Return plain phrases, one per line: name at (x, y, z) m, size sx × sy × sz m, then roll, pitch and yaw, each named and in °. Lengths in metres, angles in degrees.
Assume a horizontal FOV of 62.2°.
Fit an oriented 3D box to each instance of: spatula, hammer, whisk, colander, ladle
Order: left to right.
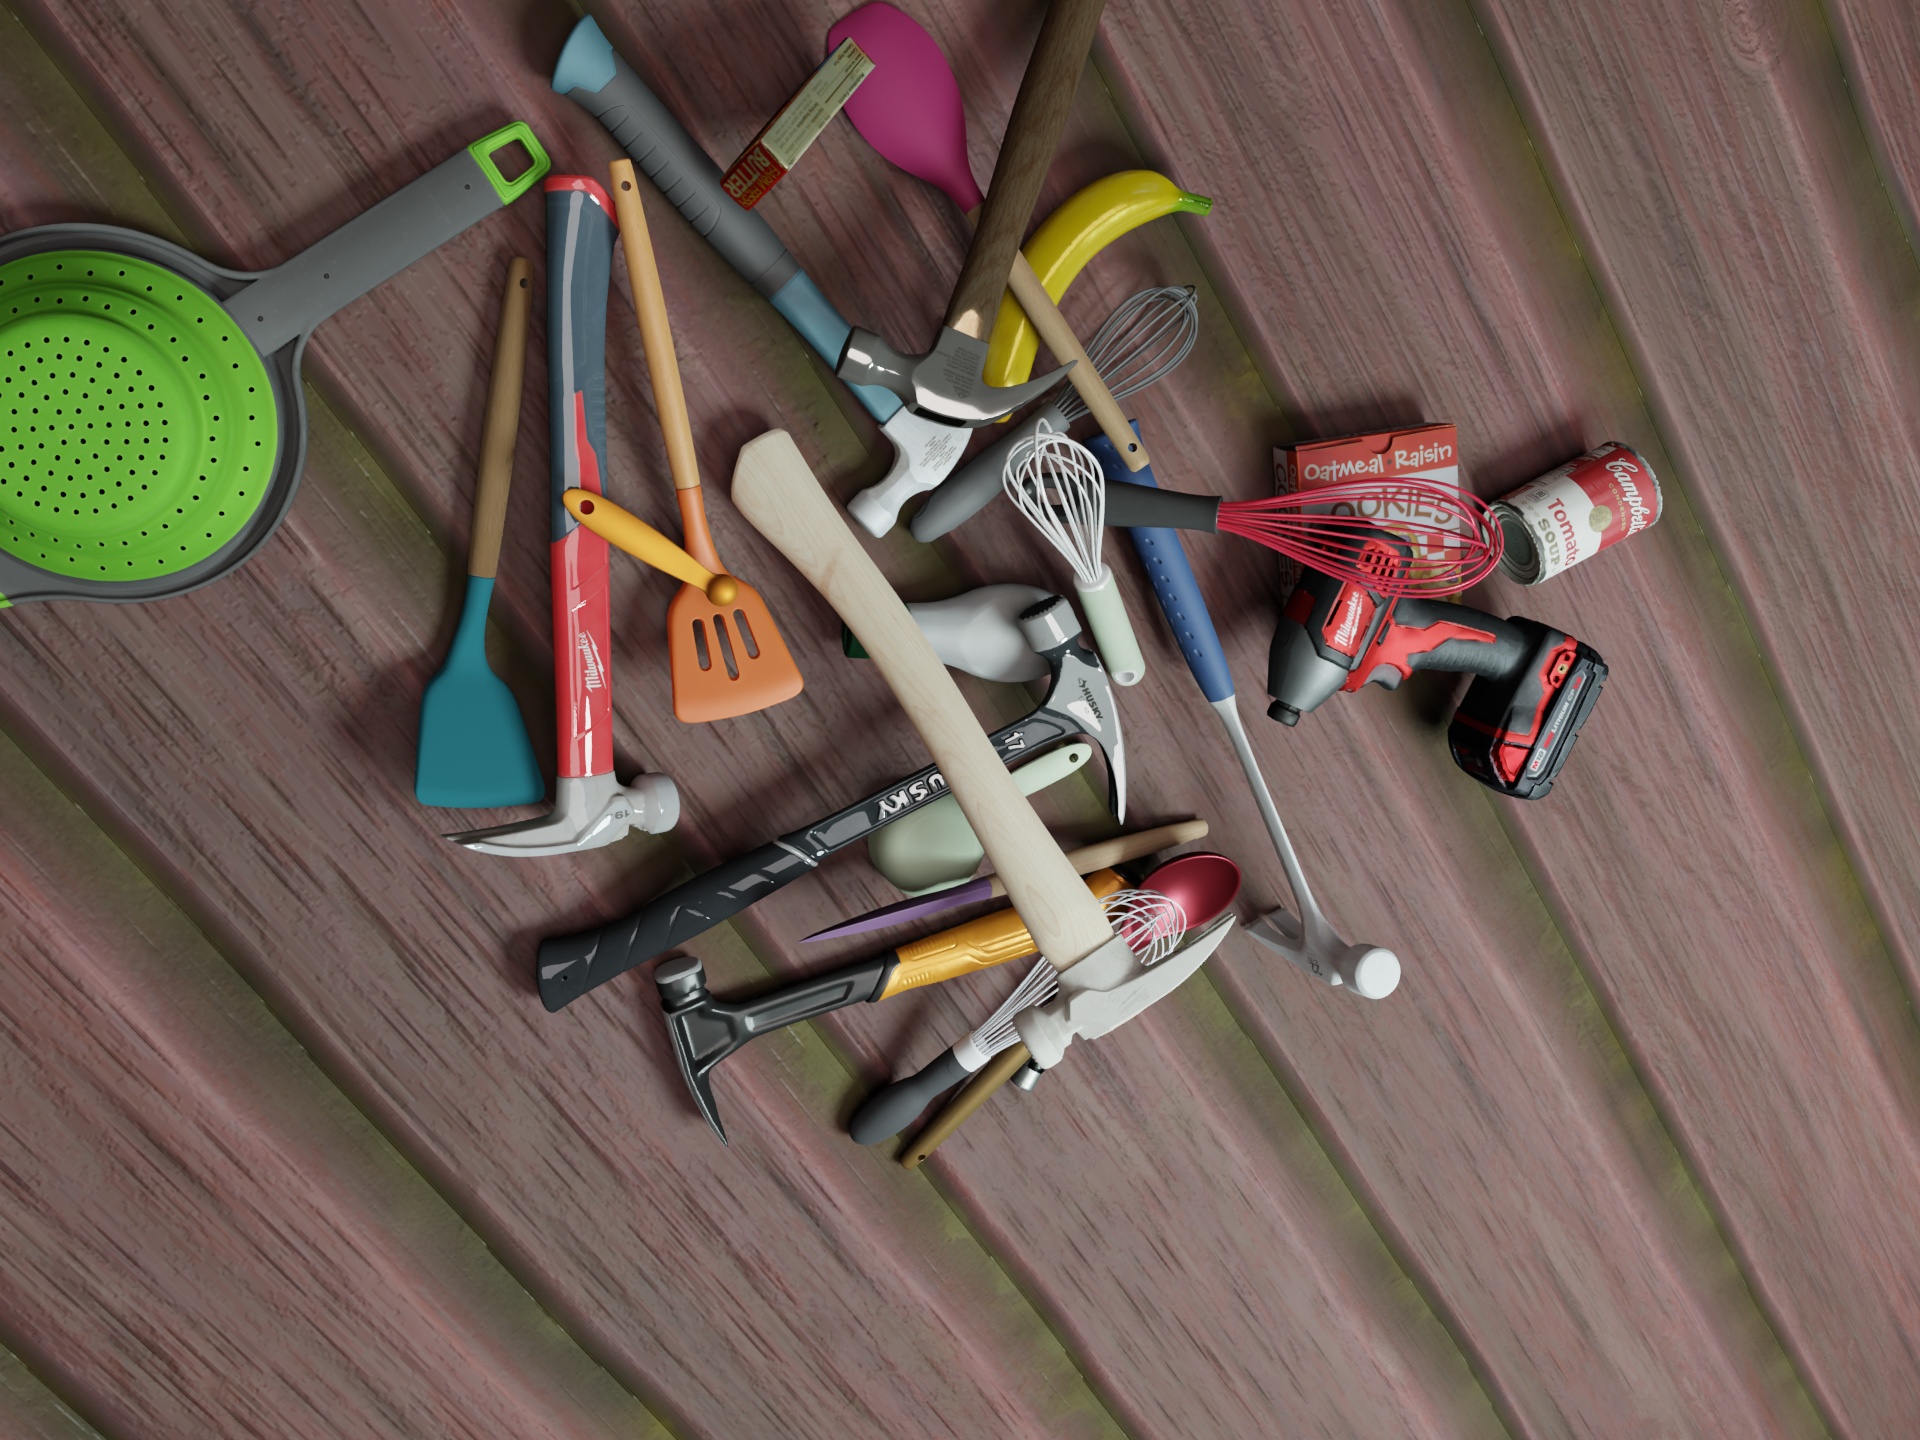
colander at (-0.387, -0.203, 0.839) m, size 0.397 × 0.095 × 0.204 m, roll -36°, pitch 111°, yaw -7°
spatula at (-0.269, -0.108, 0.927) m, size 0.082 × 0.044 × 0.317 m, roll 2°, pitch 102°, yaw -43°
hammer at (-0.234, -0.114, 0.919) m, size 0.143 × 0.038 × 0.386 m, roll -8°, pitch 104°, yaw -41°
spatula at (-0.162, -0.160, 0.930) m, size 0.081 × 0.041 × 0.322 m, roll -14°, pitch 109°, yaw -15°
hammer at (-0.115, -0.268, 0.943) m, size 0.128 × 0.033 × 0.330 m, roll -45°, pitch 111°, yaw -2°
hammer at (-0.083, 0.078, 1.004) m, size 0.409 × 0.036 × 0.149 m, roll -27°, pitch 105°, yaw 0°
hammer at (-0.028, 0.173, 1.074) m, size 0.337 × 0.034 × 0.127 m, roll -17°, pitch 107°, yaw -13°
hammer at (-0.002, -0.003, 0.954) m, size 0.146 × 0.038 × 0.411 m, roll -33°, pitch 87°, yaw 1°
whisk at (0.031, 0.202, 1.056) m, size 0.284 × 0.070 × 0.070 m, roll -39°, pitch 112°, yaw 16°
spatula at (0.037, 0.105, 1.049) m, size 0.316 × 0.060 × 0.018 m, roll -12°, pitch 82°, yaw -29°
hammer at (0.039, -0.328, 0.938) m, size 0.130 × 0.031 × 0.331 m, roll 20°, pitch 82°, yaw -14°
whisk at (0.060, -0.195, 1.012) m, size 0.239 × 0.055 × 0.055 m, roll -41°, pitch 111°, yaw 0°
ladle at (0.069, 0.200, 1.095) m, size 0.315 × 0.031 × 0.069 m, roll -46°, pitch 124°, yaw 8°
whisk at (0.079, -0.095, 0.987) m, size 0.058 × 0.059 × 0.246 m, roll -6°, pitch 146°, yaw 16°
hammer at (0.175, -0.006, 1.065) m, size 0.035 × 0.144 × 0.405 m, roll -27°, pitch 100°, yaw -15°
whisk at (0.177, -0.122, 0.970) m, size 0.296 × 0.073 × 0.073 m, roll 9°, pitch 102°, yaw 15°

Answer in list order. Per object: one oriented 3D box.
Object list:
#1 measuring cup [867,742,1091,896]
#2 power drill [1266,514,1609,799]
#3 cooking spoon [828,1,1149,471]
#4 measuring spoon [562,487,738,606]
measuring cup at (0.019, 0.060, 1.059) m, size 0.167 × 0.038 × 0.083 m, roll -28°, pitch 109°, yaw -7°
power drill at (0.310, -0.033, 1.071) m, size 0.219 × 0.079 × 0.143 m, roll 23°, pitch 97°, yaw -19°
cooking spoon at (0.024, -0.287, 0.958) m, size 0.069 × 0.017 × 0.319 m, roll -34°, pitch 97°, yaw -4°
measuring spoon at (-0.178, -0.100, 0.918) m, size 0.116 × 0.011 × 0.021 m, roll 32°, pitch 89°, yaw -24°
